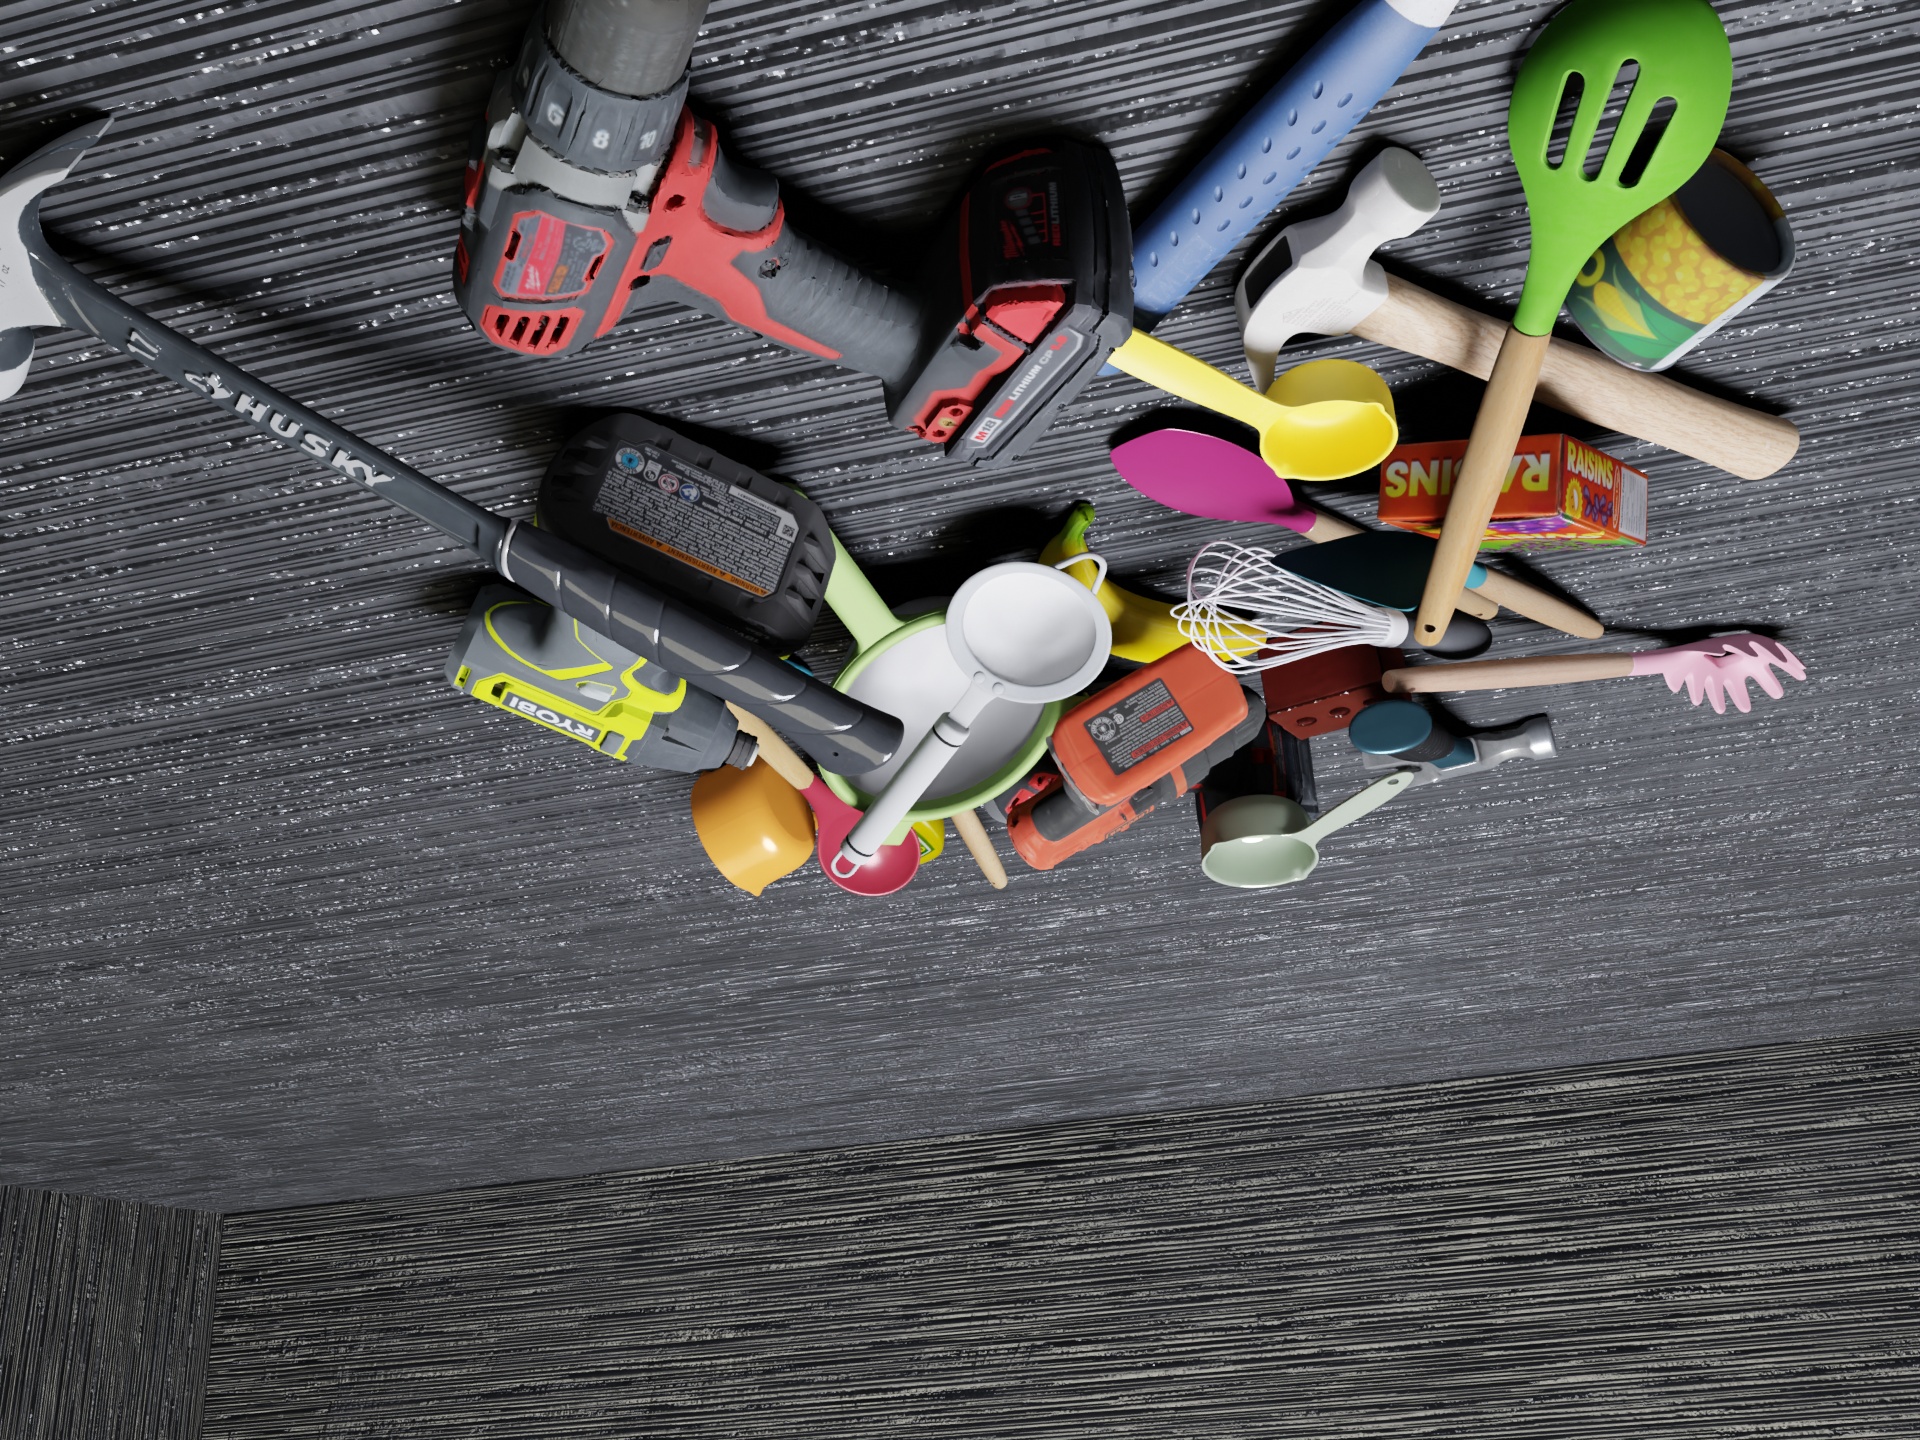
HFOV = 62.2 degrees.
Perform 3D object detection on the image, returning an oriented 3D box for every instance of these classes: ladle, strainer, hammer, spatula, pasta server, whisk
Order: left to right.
[{"bbox_3d":[-0.195,-0.082,0.644,0.408,0.036,0.149,30,140,-23],"label":"hammer"},{"bbox_3d":[-0.113,0.027,1.012,0.069,0.031,0.315,-31,139,7],"label":"ladle"},{"bbox_3d":[-0.042,-0.049,0.877,0.151,0.069,0.256,-34,132,4],"label":"strainer"},{"bbox_3d":[-0.010,0.066,1.115,0.078,0.062,0.319,28,163,25],"label":"ladle"},{"bbox_3d":[-0.001,-0.003,0.860,0.086,0.050,0.258,32,118,-12],"label":"strainer"},{"bbox_3d":[0.220,-0.054,0.895,0.284,0.070,0.070,3,158,-42],"label":"whisk"},{"bbox_3d":[0.305,0.015,1.029,0.128,0.033,0.330,-16,169,23],"label":"hammer"},{"bbox_3d":[0.156,-0.233,0.507,0.144,0.035,0.405,9,154,-29],"label":"hammer"},{"bbox_3d":[0.290,-0.066,0.884,0.082,0.044,0.317,28,-168,41],"label":"spatula"},{"bbox_3d":[0.262,-0.156,0.714,0.331,0.031,0.130,9,153,-30],"label":"hammer"},{"bbox_3d":[0.396,-0.027,0.986,0.316,0.040,0.060,-4,150,-24],"label":"pasta server"}]

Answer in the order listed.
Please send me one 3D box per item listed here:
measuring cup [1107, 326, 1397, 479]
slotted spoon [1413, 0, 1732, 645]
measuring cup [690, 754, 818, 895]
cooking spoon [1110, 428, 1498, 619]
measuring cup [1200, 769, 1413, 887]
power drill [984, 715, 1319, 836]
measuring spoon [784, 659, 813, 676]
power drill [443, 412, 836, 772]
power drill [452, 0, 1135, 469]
[{"bbox_3d":[0.112,-0.142,0.653,0.156,0.029,0.062,18,150,-24],"label":"measuring cup"},{"bbox_3d":[0.223,-0.136,0.636,0.070,0.031,0.313,21,144,16],"label":"slotted spoon"},{"bbox_3d":[-0.123,0.067,1.132,0.052,0.095,0.173,-28,170,20],"label":"measuring cup"},{"bbox_3d":[0.199,-0.100,0.851,0.318,0.017,0.069,16,159,-40],"label":"cooking spoon"},{"bbox_3d":[0.223,0.057,1.022,0.083,0.038,0.167,21,140,-29],"label":"measuring cup"},{"bbox_3d":[0.124,0.043,1.109,0.219,0.079,0.143,6,154,-15],"label":"power drill"},{"bbox_3d":[-0.119,-0.045,0.934,0.042,0.021,0.128,-12,165,18],"label":"measuring spoon"},{"bbox_3d":[-0.156,-0.046,0.801,0.171,0.080,0.223,24,150,-15],"label":"power drill"},{"bbox_3d":[-0.051,-0.179,0.551,0.226,0.080,0.188,10,153,-24],"label":"power drill"}]
